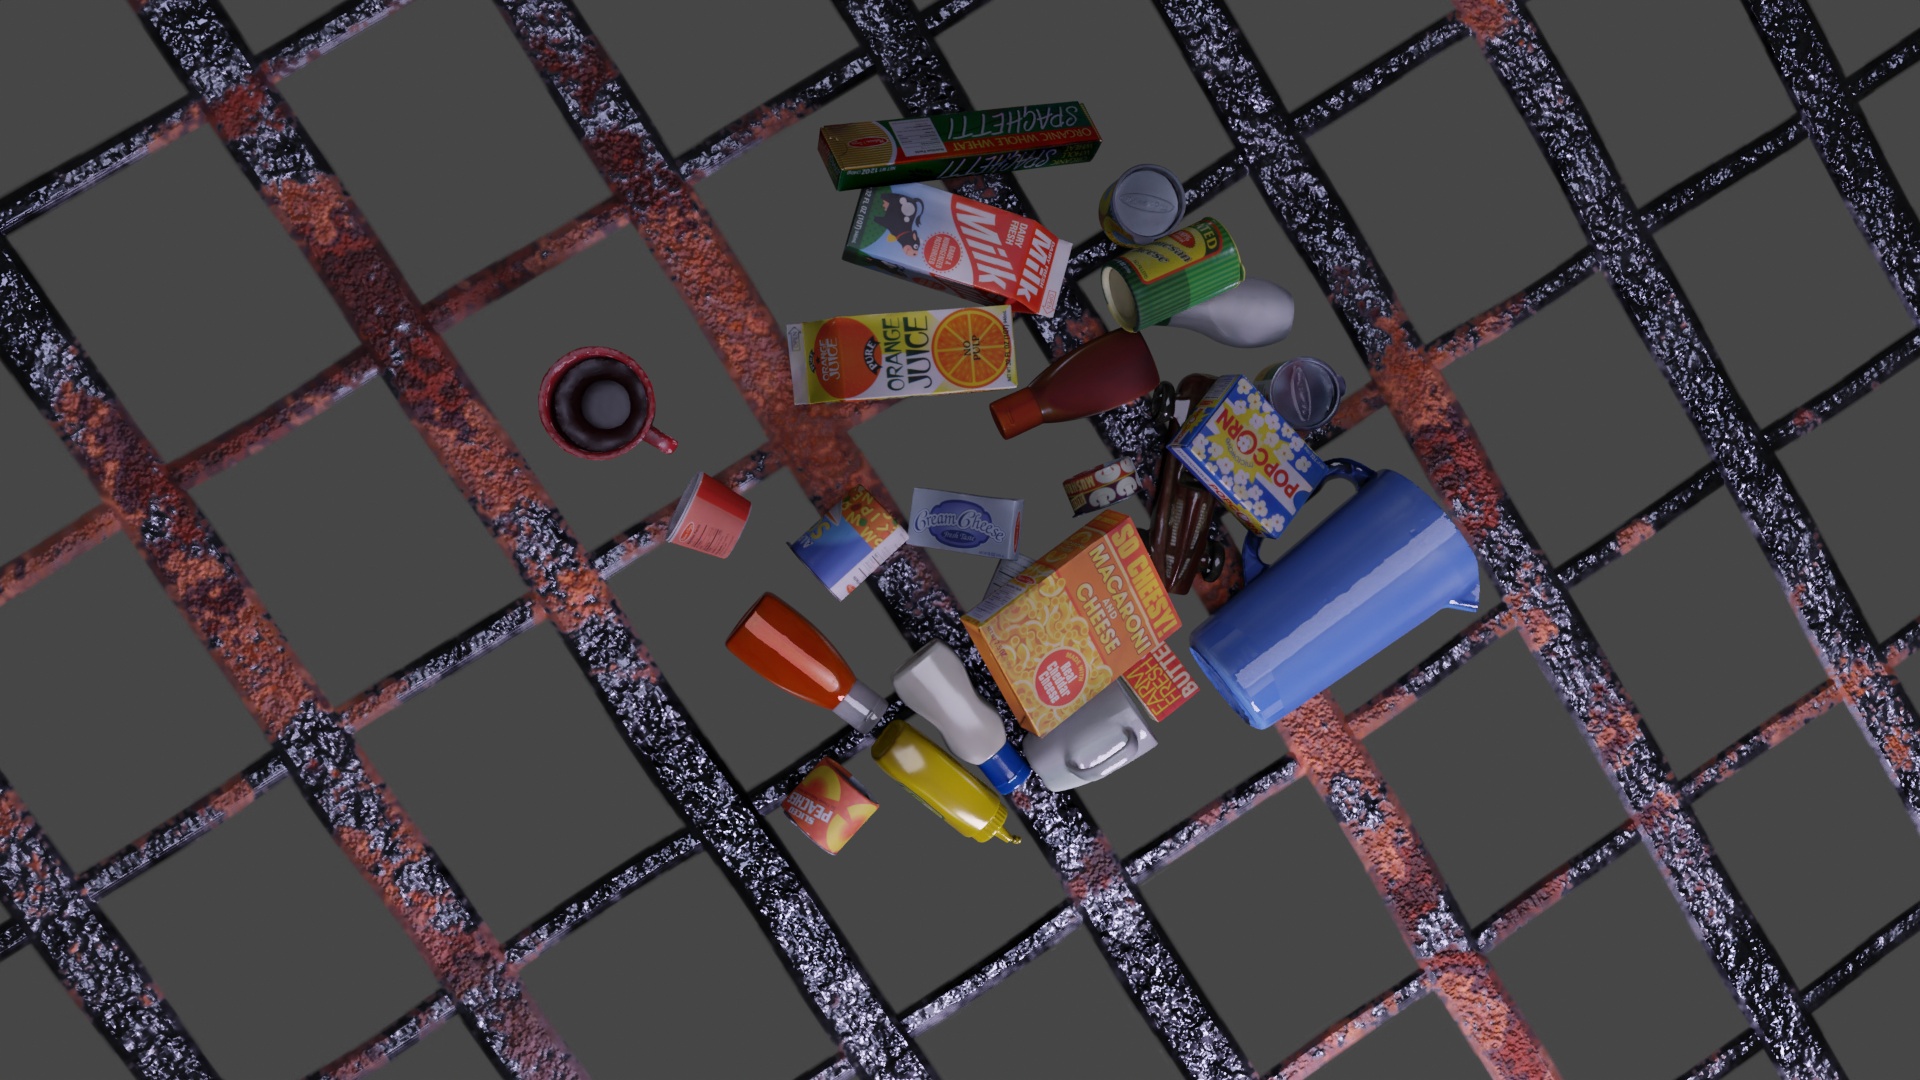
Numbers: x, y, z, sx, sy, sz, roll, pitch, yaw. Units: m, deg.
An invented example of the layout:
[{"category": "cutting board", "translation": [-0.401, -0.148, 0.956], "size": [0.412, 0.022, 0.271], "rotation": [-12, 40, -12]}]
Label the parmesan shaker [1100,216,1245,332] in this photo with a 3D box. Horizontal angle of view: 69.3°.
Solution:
[{"category": "parmesan shaker", "translation": [0.182, -0.227, 1.193], "size": [0.103, 0.071, 0.071], "rotation": [-26, 96, -12]}]

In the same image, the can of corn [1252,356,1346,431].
[{"category": "can of corn", "translation": [0.305, -0.132, 1.258], "size": [0.071, 0.058, 0.071], "rotation": [0, 93, -7]}]

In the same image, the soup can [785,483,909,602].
[{"category": "soup can", "translation": [-0.098, 0.000, 1.209], "size": [0.084, 0.071, 0.071], "rotation": [-43, 97, -4]}]

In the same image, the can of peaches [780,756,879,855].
[{"category": "can of peaches", "translation": [-0.115, 0.231, 1.214], "size": [0.071, 0.071, 0.058], "rotation": [43, 86, -7]}]

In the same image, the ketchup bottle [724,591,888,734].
[{"category": "ketchup bottle", "translation": [-0.131, 0.112, 1.220], "size": [0.149, 0.043, 0.065], "rotation": [39, 88, -7]}]

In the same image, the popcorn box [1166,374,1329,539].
[{"category": "popcorn box", "translation": [0.253, -0.073, 1.221], "size": [0.126, 0.038, 0.085], "rotation": [43, 76, -19]}]

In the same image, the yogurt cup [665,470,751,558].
[{"category": "yogurt cup", "translation": [-0.215, -0.020, 1.195], "size": [0.054, 0.072, 0.072], "rotation": [26, 89, -16]}]

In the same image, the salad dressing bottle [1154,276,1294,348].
[{"category": "salad dressing bottle", "translation": [0.223, -0.209, 1.252], "size": [0.148, 0.044, 0.064], "rotation": [4, 94, -6]}]

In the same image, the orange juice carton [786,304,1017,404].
[{"category": "orange juice carton", "translation": [-0.051, -0.159, 1.204], "size": [0.193, 0.073, 0.071], "rotation": [-5, 94, -7]}]

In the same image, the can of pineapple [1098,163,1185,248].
[{"category": "can of pineapple", "translation": [0.159, -0.294, 1.232], "size": [0.071, 0.058, 0.071], "rotation": [0, 93, -7]}]

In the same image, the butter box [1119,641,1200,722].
[{"category": "butter box", "translation": [0.167, 0.110, 1.268], "size": [0.053, 0.024, 0.103], "rotation": [-38, 96, -4]}]

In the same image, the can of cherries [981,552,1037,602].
[{"category": "can of cherries", "translation": [0.058, 0.045, 1.233], "size": [0.071, 0.071, 0.058], "rotation": [23, 89, -8]}]

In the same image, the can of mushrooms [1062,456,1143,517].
[{"category": "can of mushrooms", "translation": [0.124, -0.048, 1.234], "size": [0.071, 0.071, 0.033], "rotation": [-23, 95, -6]}]

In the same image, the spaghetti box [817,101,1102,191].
[{"category": "spaghetti box", "translation": [0.003, -0.336, 1.180], "size": [0.251, 0.028, 0.050], "rotation": [-13, 65, -24]}]

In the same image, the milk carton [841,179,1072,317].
[{"category": "milk carton", "translation": [-0.001, -0.254, 1.205], "size": [0.191, 0.073, 0.072], "rotation": [16, 89, -8]}]

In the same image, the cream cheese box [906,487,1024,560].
[{"category": "cream cheese box", "translation": [0.004, -0.015, 1.215], "size": [0.104, 0.024, 0.053], "rotation": [8, 91, 28]}]

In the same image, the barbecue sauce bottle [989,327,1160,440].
[{"category": "barbecue sauce bottle", "translation": [0.100, -0.136, 1.239], "size": [0.149, 0.043, 0.065], "rotation": [-25, 97, -5]}]

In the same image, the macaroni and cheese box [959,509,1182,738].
[{"category": "macaroni and cheese box", "translation": [0.097, 0.070, 1.194], "size": [0.167, 0.040, 0.123], "rotation": [-36, 114, -18]}]

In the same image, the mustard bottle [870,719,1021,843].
[{"category": "mustard bottle", "translation": [-0.007, 0.224, 1.232], "size": [0.160, 0.065, 0.049], "rotation": [41, 83, -11]}]

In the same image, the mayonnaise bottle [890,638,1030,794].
[{"category": "mayonnaise bottle", "translation": [0.004, 0.161, 1.242], "size": [0.065, 0.041, 0.148], "rotation": [-39, 98, -3]}]
